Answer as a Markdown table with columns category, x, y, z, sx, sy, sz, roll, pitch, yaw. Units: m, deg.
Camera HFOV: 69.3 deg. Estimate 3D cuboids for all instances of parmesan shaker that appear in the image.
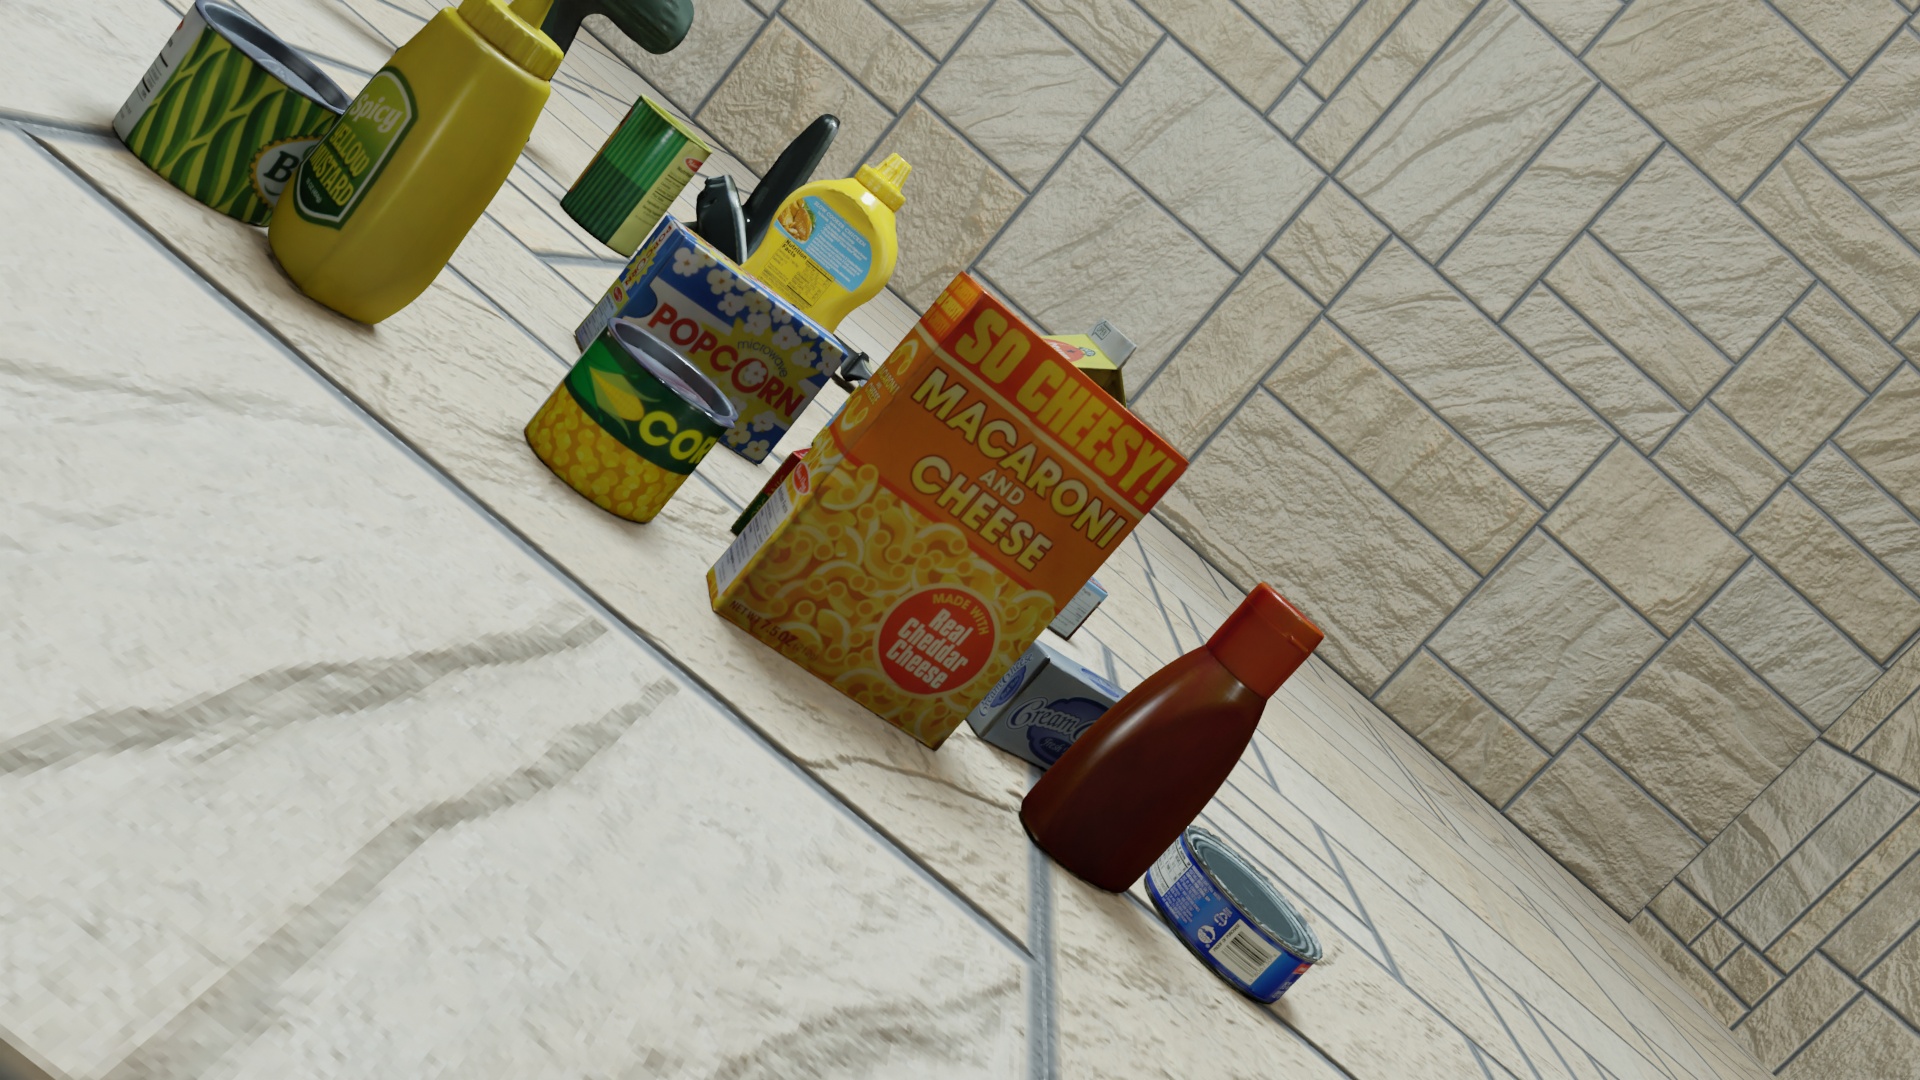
| category | x | y | z | sx | sy | sz | roll | pitch | yaw |
| --- | --- | --- | --- | --- | --- | --- | --- | --- | --- |
| parmesan shaker | -0.246 | -0.275 | 1.047 | 0.071 | 0.103 | 0.071 | 40 | 9 | -7 |

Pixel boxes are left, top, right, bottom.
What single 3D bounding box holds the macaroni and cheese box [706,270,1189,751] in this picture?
| category | x | y | z | sx | sy | sz | roll | pitch | yaw |
| --- | --- | --- | --- | --- | --- | --- | --- | --- | --- |
| macaroni and cheese box | -0.006 | -0.009 | 0.581 | 0.123 | 0.166 | 0.040 | 37 | 10 | -26 |

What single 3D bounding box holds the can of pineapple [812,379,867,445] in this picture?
| category | x | y | z | sx | sy | sz | roll | pitch | yaw |
| --- | --- | --- | --- | --- | --- | --- | --- | --- | --- |
| can of pineapple | -0.063 | -0.071 | 0.975 | 0.071 | 0.058 | 0.071 | 40 | 9 | -7 |

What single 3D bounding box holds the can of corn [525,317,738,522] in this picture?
| category | x | y | z | sx | sy | sz | roll | pitch | yaw |
| --- | --- | --- | --- | --- | --- | --- | --- | --- | --- |
| can of corn | -0.135 | -0.048 | 0.577 | 0.071 | 0.058 | 0.071 | 40 | 9 | -7 |

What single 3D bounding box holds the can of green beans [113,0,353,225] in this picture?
| category | x | y | z | sx | sy | sz | roll | pitch | yaw |
| --- | --- | --- | --- | --- | --- | --- | --- | --- | --- |
| can of green beans | -0.280 | -0.165 | 0.540 | 0.071 | 0.057 | 0.071 | 40 | 9 | -7 |

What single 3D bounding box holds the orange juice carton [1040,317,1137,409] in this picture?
| category | x | y | z | sx | sy | sz | roll | pitch | yaw |
| --- | --- | --- | --- | --- | --- | --- | --- | --- | --- |
| orange juice carton | 0.020 | -0.036 | 0.728 | 0.073 | 0.192 | 0.072 | 38 | 9 | -19 |

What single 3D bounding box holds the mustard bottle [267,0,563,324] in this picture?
| category | x | y | z | sx | sy | sz | roll | pitch | yaw |
| --- | --- | --- | --- | --- | --- | --- | --- | --- | --- |
| mustard bottle | -0.197 | -0.159 | 0.528 | 0.065 | 0.160 | 0.049 | 46 | 10 | 31 |

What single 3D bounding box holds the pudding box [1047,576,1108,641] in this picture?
| category | x | y | z | sx | sy | sz | roll | pitch | yaw |
| --- | --- | --- | --- | --- | --- | --- | --- | --- | --- |
| pudding box | 0.064 | 0.032 | 1.029 | 0.083 | 0.049 | 0.030 | 35 | 11 | -33 |

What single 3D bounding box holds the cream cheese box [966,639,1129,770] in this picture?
| category | x | y | z | sx | sy | sz | roll | pitch | yaw |
| --- | --- | --- | --- | --- | --- | --- | --- | --- | --- |
| cream cheese box | 0.053 | 0.090 | 0.705 | 0.103 | 0.053 | 0.024 | 33 | 12 | -42 |

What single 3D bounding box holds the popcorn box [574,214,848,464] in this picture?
| category | x | y | z | sx | sy | sz | roll | pitch | yaw |
| --- | --- | --- | --- | --- | --- | --- | --- | --- | --- |
| popcorn box | -0.136 | -0.109 | 0.773 | 0.126 | 0.085 | 0.038 | 33 | 12 | -40 |

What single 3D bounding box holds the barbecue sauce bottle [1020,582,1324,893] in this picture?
| category | x | y | z | sx | sy | sz | roll | pitch | yaw |
| --- | --- | --- | --- | --- | --- | --- | --- | --- | --- |
| barbecue sauce bottle | 0.096 | 0.085 | 0.609 | 0.065 | 0.148 | 0.044 | 37 | 10 | -27 |

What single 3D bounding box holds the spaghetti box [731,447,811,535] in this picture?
| category | x | y | z | sx | sy | sz | roll | pitch | yaw |
| --- | --- | --- | --- | --- | --- | --- | --- | --- | --- |
| spaghetti box | -0.071 | -0.030 | 0.777 | 0.028 | 0.050 | 0.250 | 41 | 9 | 0 |
